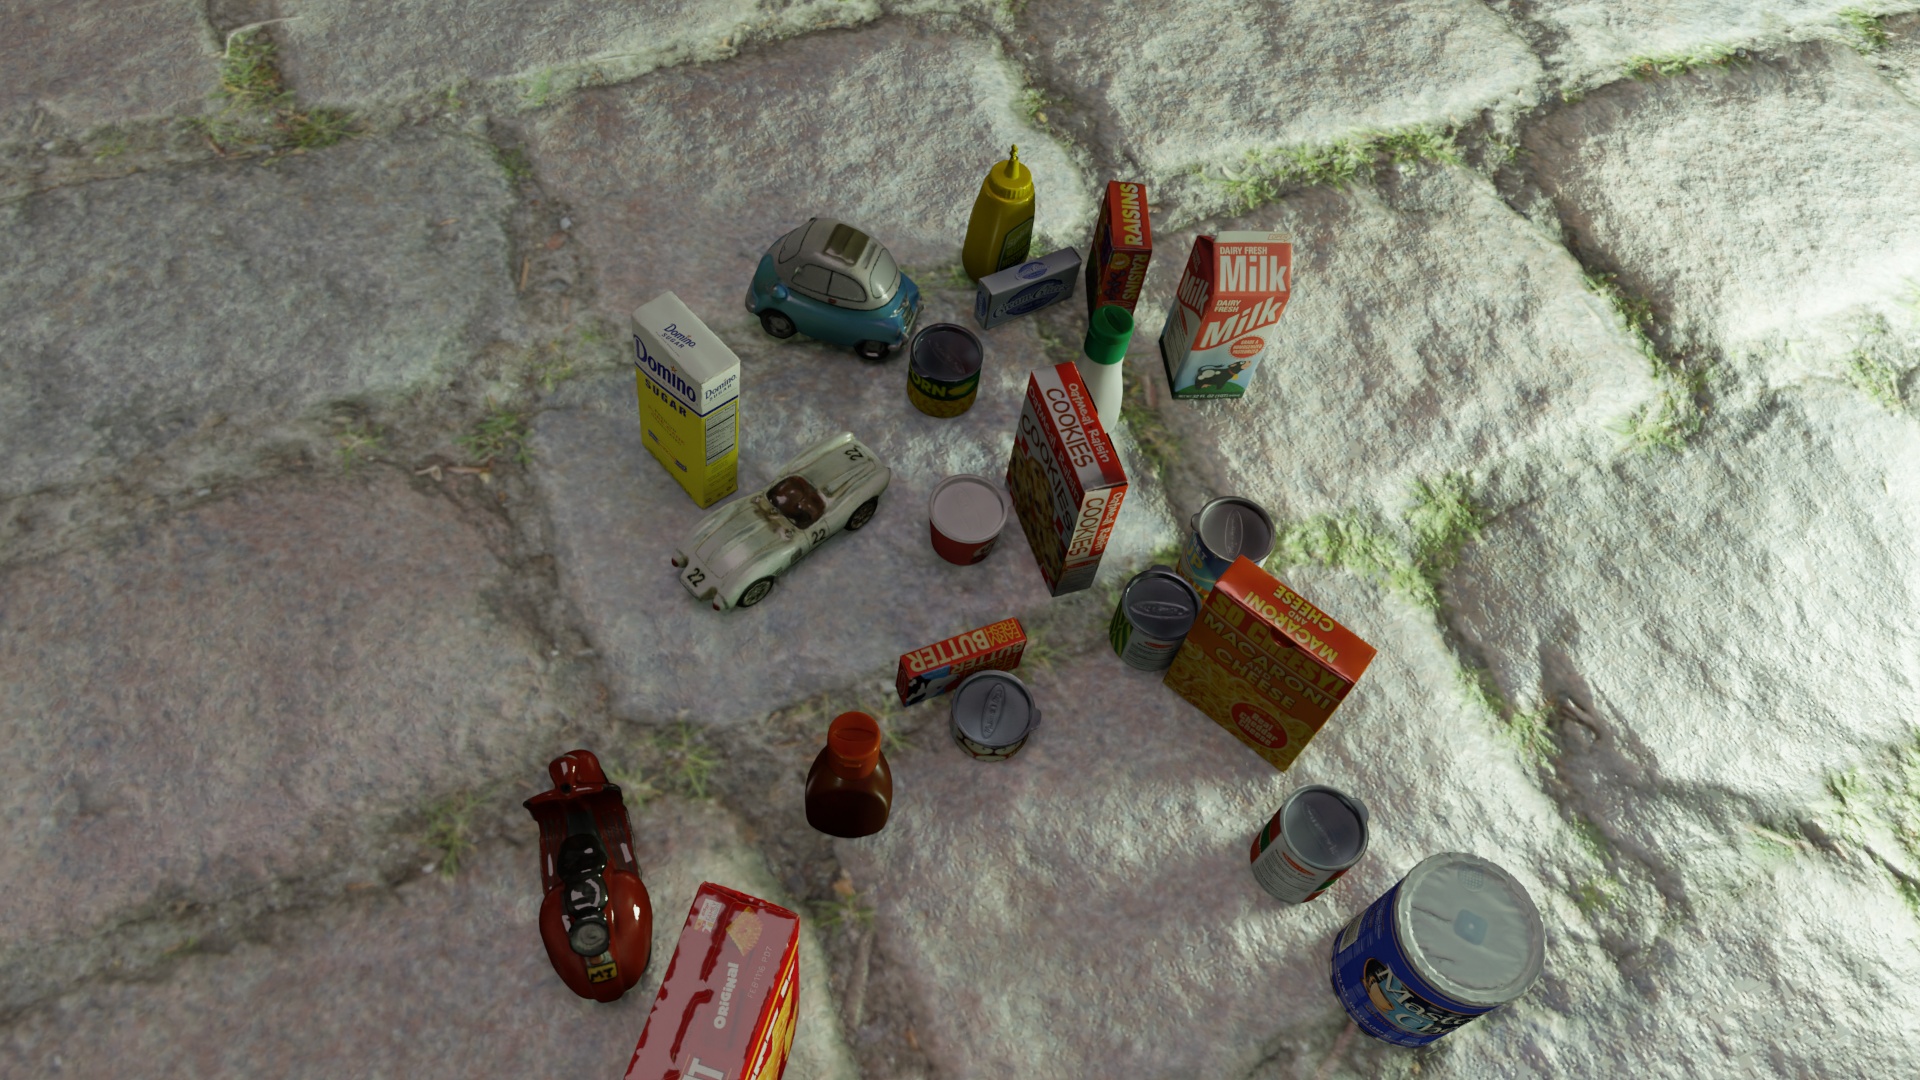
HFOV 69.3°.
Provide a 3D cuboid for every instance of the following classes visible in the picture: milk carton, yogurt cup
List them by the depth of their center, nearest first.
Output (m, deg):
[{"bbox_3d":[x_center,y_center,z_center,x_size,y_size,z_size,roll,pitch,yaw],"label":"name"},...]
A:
[{"bbox_3d":[0.004,-0.015,1.180,0.072,0.053,0.073,3,58,-5],"label":"yogurt cup"},{"bbox_3d":[0.240,-0.212,1.250,0.072,0.189,0.074,-2,59,-8],"label":"milk carton"}]

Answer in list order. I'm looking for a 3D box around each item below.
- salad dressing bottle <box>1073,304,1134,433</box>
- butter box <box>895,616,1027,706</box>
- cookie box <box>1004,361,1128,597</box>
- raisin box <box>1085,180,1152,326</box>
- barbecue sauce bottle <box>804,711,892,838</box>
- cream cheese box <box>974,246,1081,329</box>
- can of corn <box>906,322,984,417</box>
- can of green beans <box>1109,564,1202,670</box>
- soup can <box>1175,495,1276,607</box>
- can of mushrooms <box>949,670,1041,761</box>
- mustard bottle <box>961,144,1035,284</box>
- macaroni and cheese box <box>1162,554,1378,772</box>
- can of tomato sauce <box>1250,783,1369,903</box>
[{"bbox_3d":[0.120,-0.145,1.220,0.044,0.147,0.064,-20,63,-18],"label":"salad dressing bottle"},{"bbox_3d":[0.000,0.097,1.111,0.104,0.053,0.024,-18,62,-17],"label":"butter box"},{"bbox_3d":[0.084,-0.048,1.144,0.040,0.166,0.123,-13,61,-14],"label":"cookie box"},{"bbox_3d":[0.147,-0.264,1.311,0.040,0.122,0.086,3,58,-5],"label":"raisin box"},{"bbox_3d":[-0.079,0.170,1.000,0.065,0.147,0.044,5,58,-4],"label":"barbecue sauce bottle"},{"bbox_3d":[0.064,-0.241,1.327,0.104,0.053,0.024,-23,64,-20],"label":"cream cheese box"},{"bbox_3d":[-0.016,-0.152,1.260,0.071,0.058,0.071,3,58,-5],"label":"can of corn"},{"bbox_3d":[0.160,0.066,1.147,0.071,0.057,0.071,3,58,-5],"label":"can of green beans"},{"bbox_3d":[0.220,0.011,1.173,0.071,0.083,0.071,3,58,-5],"label":"soup can"},{"bbox_3d":[0.027,0.140,1.099,0.071,0.033,0.071,3,58,-5],"label":"can of mushrooms"},{"bbox_3d":[0.040,-0.306,1.302,0.049,0.159,0.065,41,63,17],"label":"mustard bottle"},{"bbox_3d":[0.233,0.099,1.072,0.124,0.165,0.040,37,62,15],"label":"macaroni and cheese box"},{"bbox_3d":[0.262,0.228,1.045,0.071,0.082,0.071,3,58,-5],"label":"can of tomato sauce"}]
